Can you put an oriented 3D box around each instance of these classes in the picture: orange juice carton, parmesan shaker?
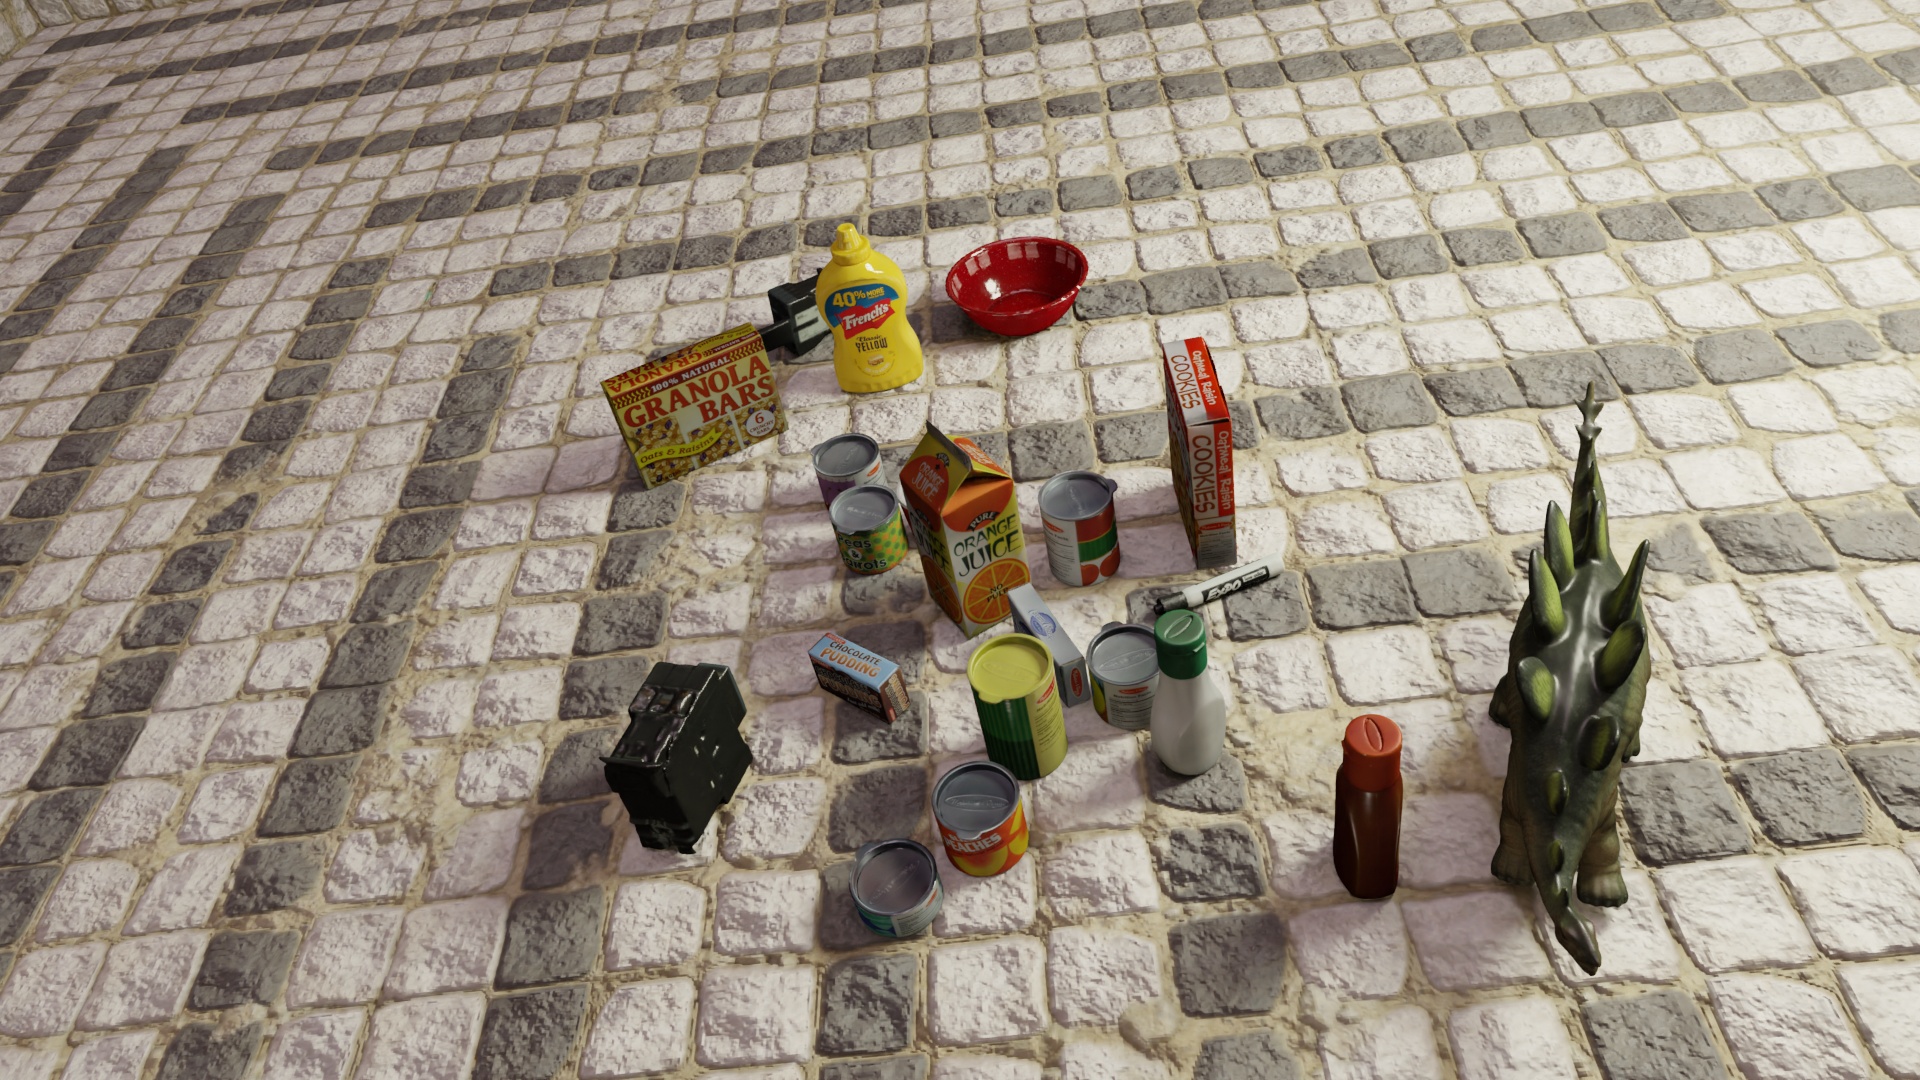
[{"bbox_3d":[0.004,-0.015,1.188,0.073,0.191,0.072,-28,44,-17],"label":"orange juice carton"},{"bbox_3d":[0.044,0.133,1.084,0.071,0.102,0.072,-7,42,6],"label":"parmesan shaker"}]

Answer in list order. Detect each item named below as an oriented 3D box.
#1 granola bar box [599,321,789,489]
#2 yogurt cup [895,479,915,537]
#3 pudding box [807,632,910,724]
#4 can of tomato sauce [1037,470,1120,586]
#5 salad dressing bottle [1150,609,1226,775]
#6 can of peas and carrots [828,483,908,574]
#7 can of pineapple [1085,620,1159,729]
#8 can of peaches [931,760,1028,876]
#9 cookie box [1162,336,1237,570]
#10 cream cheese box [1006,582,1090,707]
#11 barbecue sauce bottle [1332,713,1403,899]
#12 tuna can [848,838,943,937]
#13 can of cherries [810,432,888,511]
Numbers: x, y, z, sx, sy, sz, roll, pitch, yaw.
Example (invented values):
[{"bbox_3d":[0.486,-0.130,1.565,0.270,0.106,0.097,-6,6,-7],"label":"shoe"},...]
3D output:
[{"bbox_3d":[-0.271,-0.139,1.439,0.166,0.123,0.039,-25,43,-14],"label":"granola bar box"},{"bbox_3d":[-0.024,-0.033,1.317,0.072,0.053,0.073,-7,42,6],"label":"yogurt cup"},{"bbox_3d":[-0.085,0.115,1.173,0.084,0.049,0.030,23,53,33],"label":"pudding box"},{"bbox_3d":[0.109,-0.011,1.241,0.071,0.082,0.071,-7,42,6],"label":"can of tomato sauce"},{"bbox_3d":[0.169,0.114,1.042,0.064,0.147,0.044,-36,47,-24],"label":"salad dressing bottle"},{"bbox_3d":[-0.086,-0.009,1.302,0.071,0.058,0.071,-7,42,6],"label":"can of peas and carrots"},{"bbox_3d":[0.137,0.109,1.122,0.071,0.057,0.071,-7,42,6],"label":"can of pineapple"},{"bbox_3d":[0.015,0.211,1.039,0.071,0.057,0.071,-7,42,6],"label":"can of peaches"},{"bbox_3d":[0.212,-0.077,1.226,0.040,0.166,0.123,-9,42,3],"label":"cookie box"},{"bbox_3d":[0.073,0.087,1.164,0.024,0.053,0.104,-23,43,-11],"label":"cream cheese box"},{"bbox_3d":[0.278,0.179,0.945,0.044,0.147,0.065,-8,42,5],"label":"barbecue sauce bottle"},{"bbox_3d":[-0.049,0.255,1.025,0.071,0.032,0.071,-7,42,6],"label":"tuna can"},{"bbox_3d":[-0.109,-0.064,1.368,0.071,0.058,0.072,-7,42,6],"label":"can of cherries"}]
